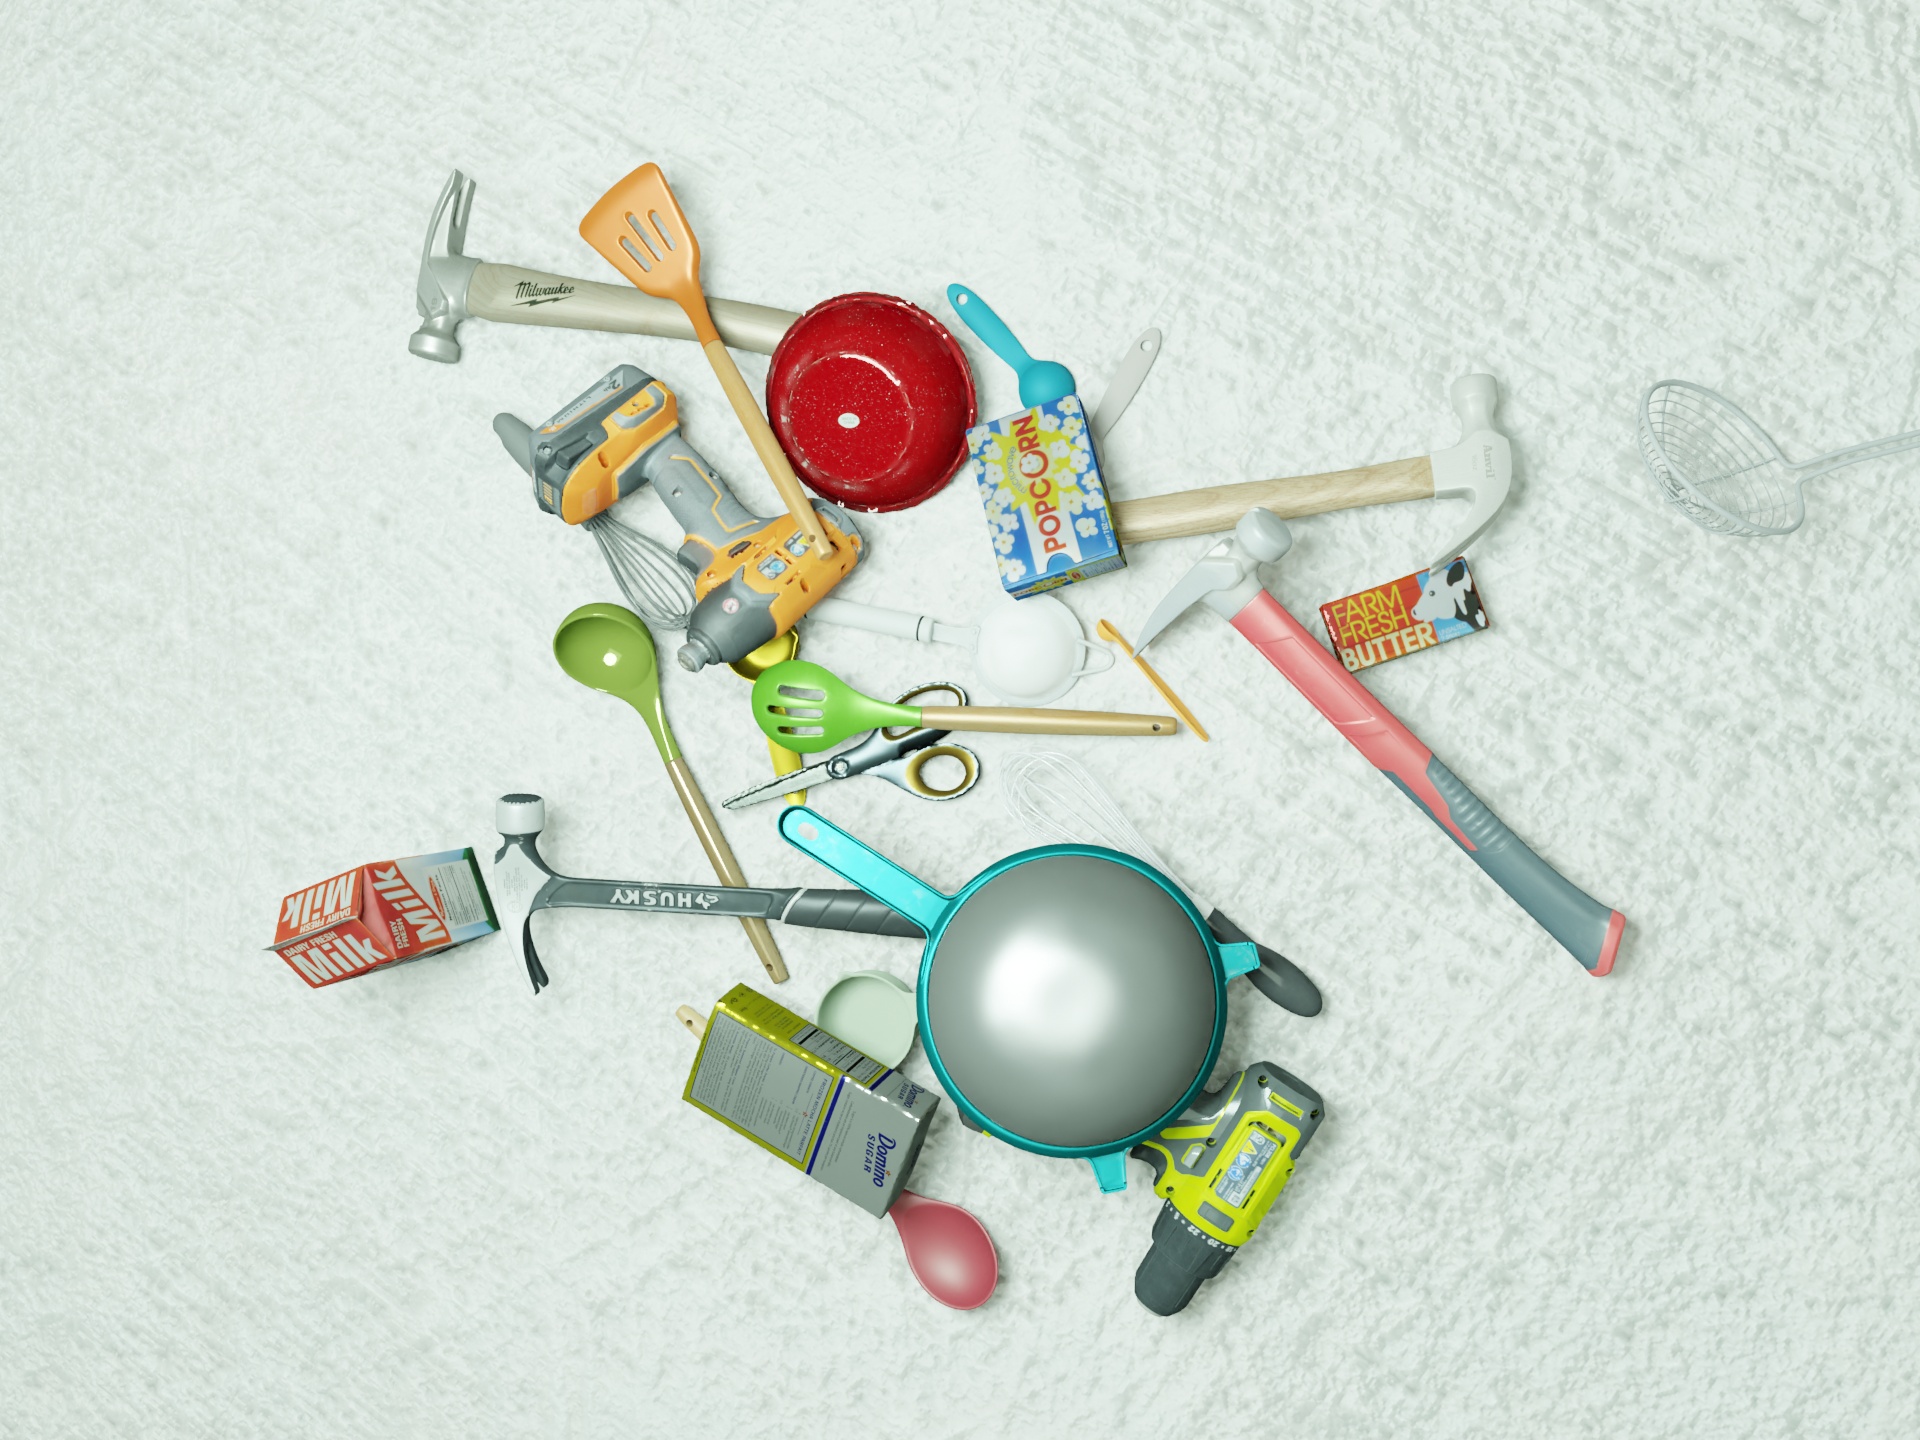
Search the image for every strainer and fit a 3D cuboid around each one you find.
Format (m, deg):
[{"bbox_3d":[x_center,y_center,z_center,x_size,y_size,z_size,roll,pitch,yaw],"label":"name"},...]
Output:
[{"bbox_3d":[0.020,0.149,1.045,0.340,0.095,0.211,32,84,5],"label":"strainer"},{"bbox_3d":[-0.018,-0.063,1.164,0.258,0.050,0.087,12,108,15],"label":"strainer"}]

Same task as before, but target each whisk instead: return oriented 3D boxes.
[{"bbox_3d":[-0.281,-0.154,1.216,0.239,0.055,0.055,45,99,12],"label":"whisk"},{"bbox_3d":[0.141,0.115,1.122,0.284,0.070,0.070,38,98,5],"label":"whisk"}]

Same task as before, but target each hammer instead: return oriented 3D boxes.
[{"bbox_3d":[-0.221,-0.317,1.206,0.411,0.038,0.146,12,92,12],"label":"hammer"},{"bbox_3d":[-0.143,0.140,1.170,0.409,0.036,0.149,3,100,5],"label":"hammer"},{"bbox_3d":[0.211,-0.150,1.108,0.331,0.031,0.130,-7,76,15],"label":"hammer"},{"bbox_3d":[0.291,0.035,1.085,0.386,0.038,0.143,45,128,2],"label":"hammer"}]

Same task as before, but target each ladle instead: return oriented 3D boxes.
[{"bbox_3d":[-0.096,0.318,1.189,0.315,0.031,0.069,39,100,11],"label":"ladle"},{"bbox_3d":[-0.212,0.057,1.198,0.078,0.062,0.320,-28,87,27],"label":"ladle"}]

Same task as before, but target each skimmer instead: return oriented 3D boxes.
[{"bbox_3d":[0.613,-0.197,0.997,0.363,0.090,0.127,-13,56,10],"label":"skimmer"}]

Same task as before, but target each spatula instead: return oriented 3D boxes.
[{"bbox_3d":[-0.173,-0.252,1.145,0.081,0.041,0.323,-34,75,20],"label":"spatula"}]

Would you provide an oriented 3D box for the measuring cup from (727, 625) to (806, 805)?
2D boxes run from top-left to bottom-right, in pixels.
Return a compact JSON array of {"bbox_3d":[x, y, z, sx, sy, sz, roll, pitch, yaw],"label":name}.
[{"bbox_3d":[-0.138,-0.011,1.201,0.062,0.029,0.156,-11,100,9],"label":"measuring cup"}]

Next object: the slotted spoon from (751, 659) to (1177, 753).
[{"bbox_3d":[-0.002,-0.004,1.147,0.314,0.031,0.070,3,104,7],"label":"slotted spoon"}]

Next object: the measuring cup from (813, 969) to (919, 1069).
[{"bbox_3d":[-0.026,0.205,1.168,0.167,0.038,0.083,-22,86,10],"label":"measuring cup"}]

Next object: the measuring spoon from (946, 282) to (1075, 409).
[{"bbox_3d":[0.033,-0.273,1.157,0.042,0.021,0.128,-43,83,9],"label":"measuring spoon"}]

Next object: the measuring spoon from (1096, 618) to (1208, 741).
[{"bbox_3d":[0.136,-0.027,1.138,0.011,0.021,0.117,-44,81,23],"label":"measuring spoon"}]

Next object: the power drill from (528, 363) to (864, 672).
[{"bbox_3d":[-0.204,-0.140,1.151,0.226,0.084,0.164,38,62,10],"label":"power drill"}]

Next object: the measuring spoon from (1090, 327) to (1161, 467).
[{"bbox_3d":[0.109,-0.229,1.143,0.034,0.018,0.124,31,96,11],"label":"measuring spoon"}]

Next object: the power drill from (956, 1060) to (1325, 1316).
[{"bbox_3d":[0.114,0.289,1.118,0.228,0.080,0.190,32,96,7],"label":"power drill"}]
